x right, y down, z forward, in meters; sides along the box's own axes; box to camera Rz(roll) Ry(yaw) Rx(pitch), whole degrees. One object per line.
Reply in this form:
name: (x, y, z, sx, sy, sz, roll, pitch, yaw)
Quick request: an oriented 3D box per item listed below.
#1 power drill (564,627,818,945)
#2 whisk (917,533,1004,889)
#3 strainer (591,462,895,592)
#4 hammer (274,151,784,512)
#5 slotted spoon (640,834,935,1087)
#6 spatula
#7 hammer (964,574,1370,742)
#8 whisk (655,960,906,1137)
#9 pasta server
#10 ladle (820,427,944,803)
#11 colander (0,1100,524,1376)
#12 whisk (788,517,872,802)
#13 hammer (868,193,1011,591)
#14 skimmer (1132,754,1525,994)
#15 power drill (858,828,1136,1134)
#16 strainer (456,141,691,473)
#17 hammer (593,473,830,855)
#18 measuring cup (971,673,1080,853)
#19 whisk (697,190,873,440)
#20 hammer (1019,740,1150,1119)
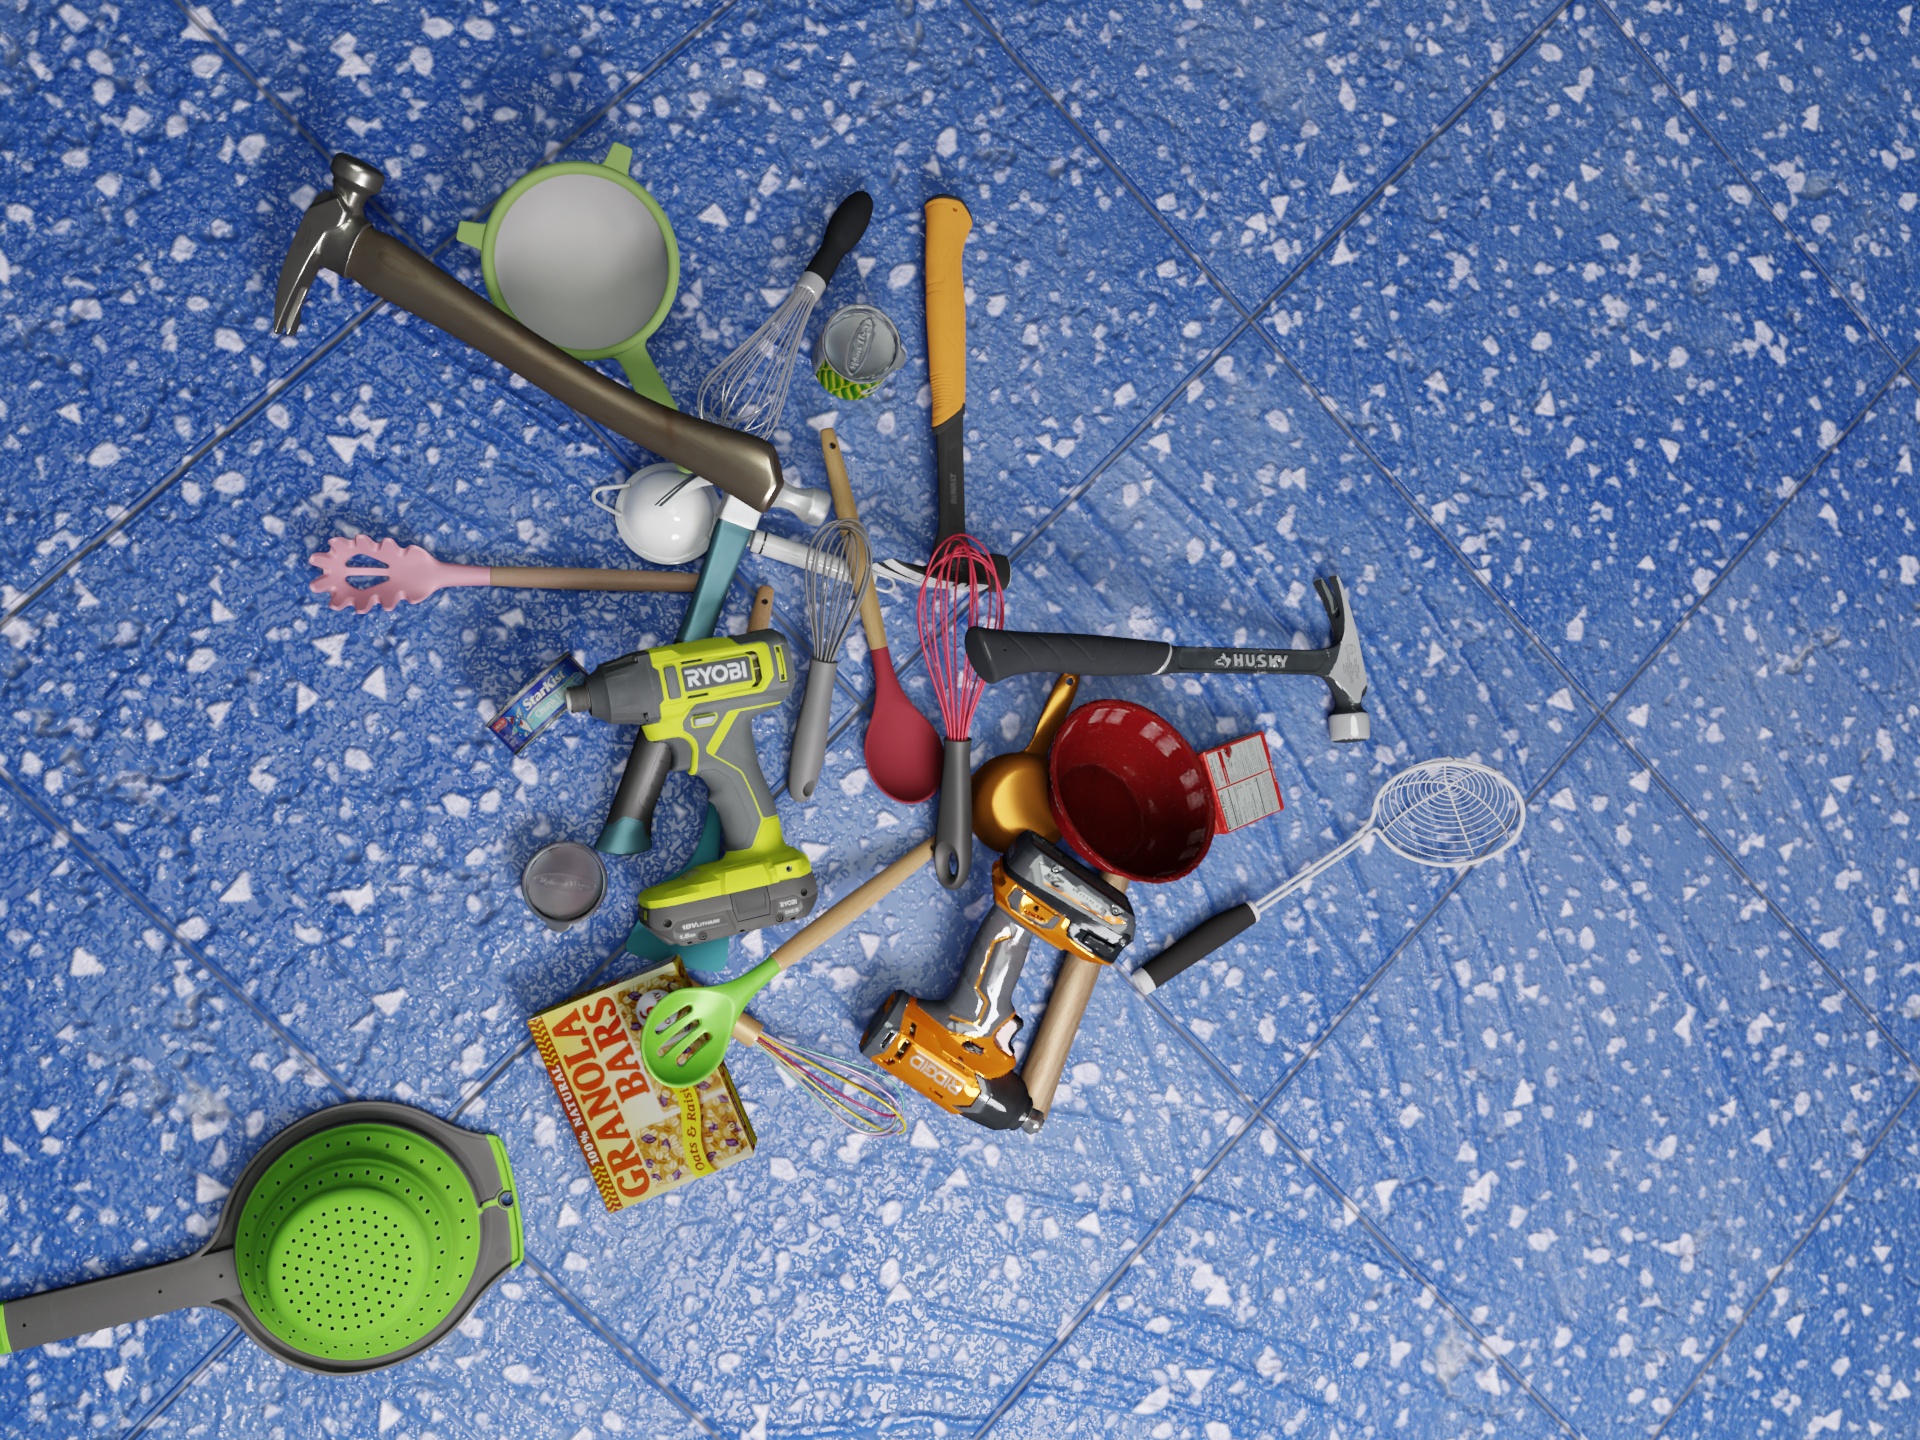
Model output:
power drill: (-0.201, 0.052, 1.220, 0.171, 0.080, 0.223, -11, 93, -20)
whisk: (-0.002, -0.004, 1.293, 0.073, 0.073, 0.295, -1, 102, -14)
strainer: (-0.173, -0.151, 1.302, 0.258, 0.050, 0.087, 17, 76, -16)
hammer: (-0.324, -0.265, 1.213, 0.410, 0.038, 0.146, 30, 103, 0)
slotted spoon: (-0.127, 0.180, 1.261, 0.314, 0.031, 0.070, -36, 100, -30)
spatula: (-0.195, 0.043, 1.295, 0.082, 0.044, 0.317, 14, 79, -13)
hammer: (0.184, -0.056, 1.329, 0.408, 0.036, 0.149, 1, 83, -31)
whisk: (-0.145, 0.265, 1.285, 0.245, 0.047, 0.051, 34, 81, -6)
pasta server: (-0.344, -0.113, 1.259, 0.316, 0.040, 0.060, 1, 99, -15)
ladle: (-0.074, -0.085, 1.310, 0.069, 0.031, 0.315, -16, 98, -22)
colander: (-0.525, 0.408, 1.157, 0.397, 0.094, 0.204, -11, 90, -14)
whisk: (-0.112, -0.047, 1.283, 0.055, 0.055, 0.239, 8, 103, -13)
hammer: (-0.017, -0.278, 1.334, 0.127, 0.034, 0.337, 3, 83, -37)
skimmer: (0.318, 0.147, 1.378, 0.363, 0.090, 0.127, -31, 126, -11)
power drill: (0.045, 0.222, 1.290, 0.164, 0.084, 0.226, 35, 97, -5)
strainer: (-0.274, -0.316, 1.274, 0.151, 0.069, 0.256, -28, 104, -1)
hammer: (-0.216, -0.047, 1.264, 0.128, 0.033, 0.331, 19, 91, -22)
measuring cup: (0.069, 0.032, 1.342, 0.095, 0.052, 0.173, 25, 84, -11)
whisk: (-0.138, -0.328, 1.293, 0.070, 0.070, 0.285, 30, 66, -10)
hammer: (0.117, 0.180, 1.358, 0.130, 0.031, 0.331, 22, 83, -11)
